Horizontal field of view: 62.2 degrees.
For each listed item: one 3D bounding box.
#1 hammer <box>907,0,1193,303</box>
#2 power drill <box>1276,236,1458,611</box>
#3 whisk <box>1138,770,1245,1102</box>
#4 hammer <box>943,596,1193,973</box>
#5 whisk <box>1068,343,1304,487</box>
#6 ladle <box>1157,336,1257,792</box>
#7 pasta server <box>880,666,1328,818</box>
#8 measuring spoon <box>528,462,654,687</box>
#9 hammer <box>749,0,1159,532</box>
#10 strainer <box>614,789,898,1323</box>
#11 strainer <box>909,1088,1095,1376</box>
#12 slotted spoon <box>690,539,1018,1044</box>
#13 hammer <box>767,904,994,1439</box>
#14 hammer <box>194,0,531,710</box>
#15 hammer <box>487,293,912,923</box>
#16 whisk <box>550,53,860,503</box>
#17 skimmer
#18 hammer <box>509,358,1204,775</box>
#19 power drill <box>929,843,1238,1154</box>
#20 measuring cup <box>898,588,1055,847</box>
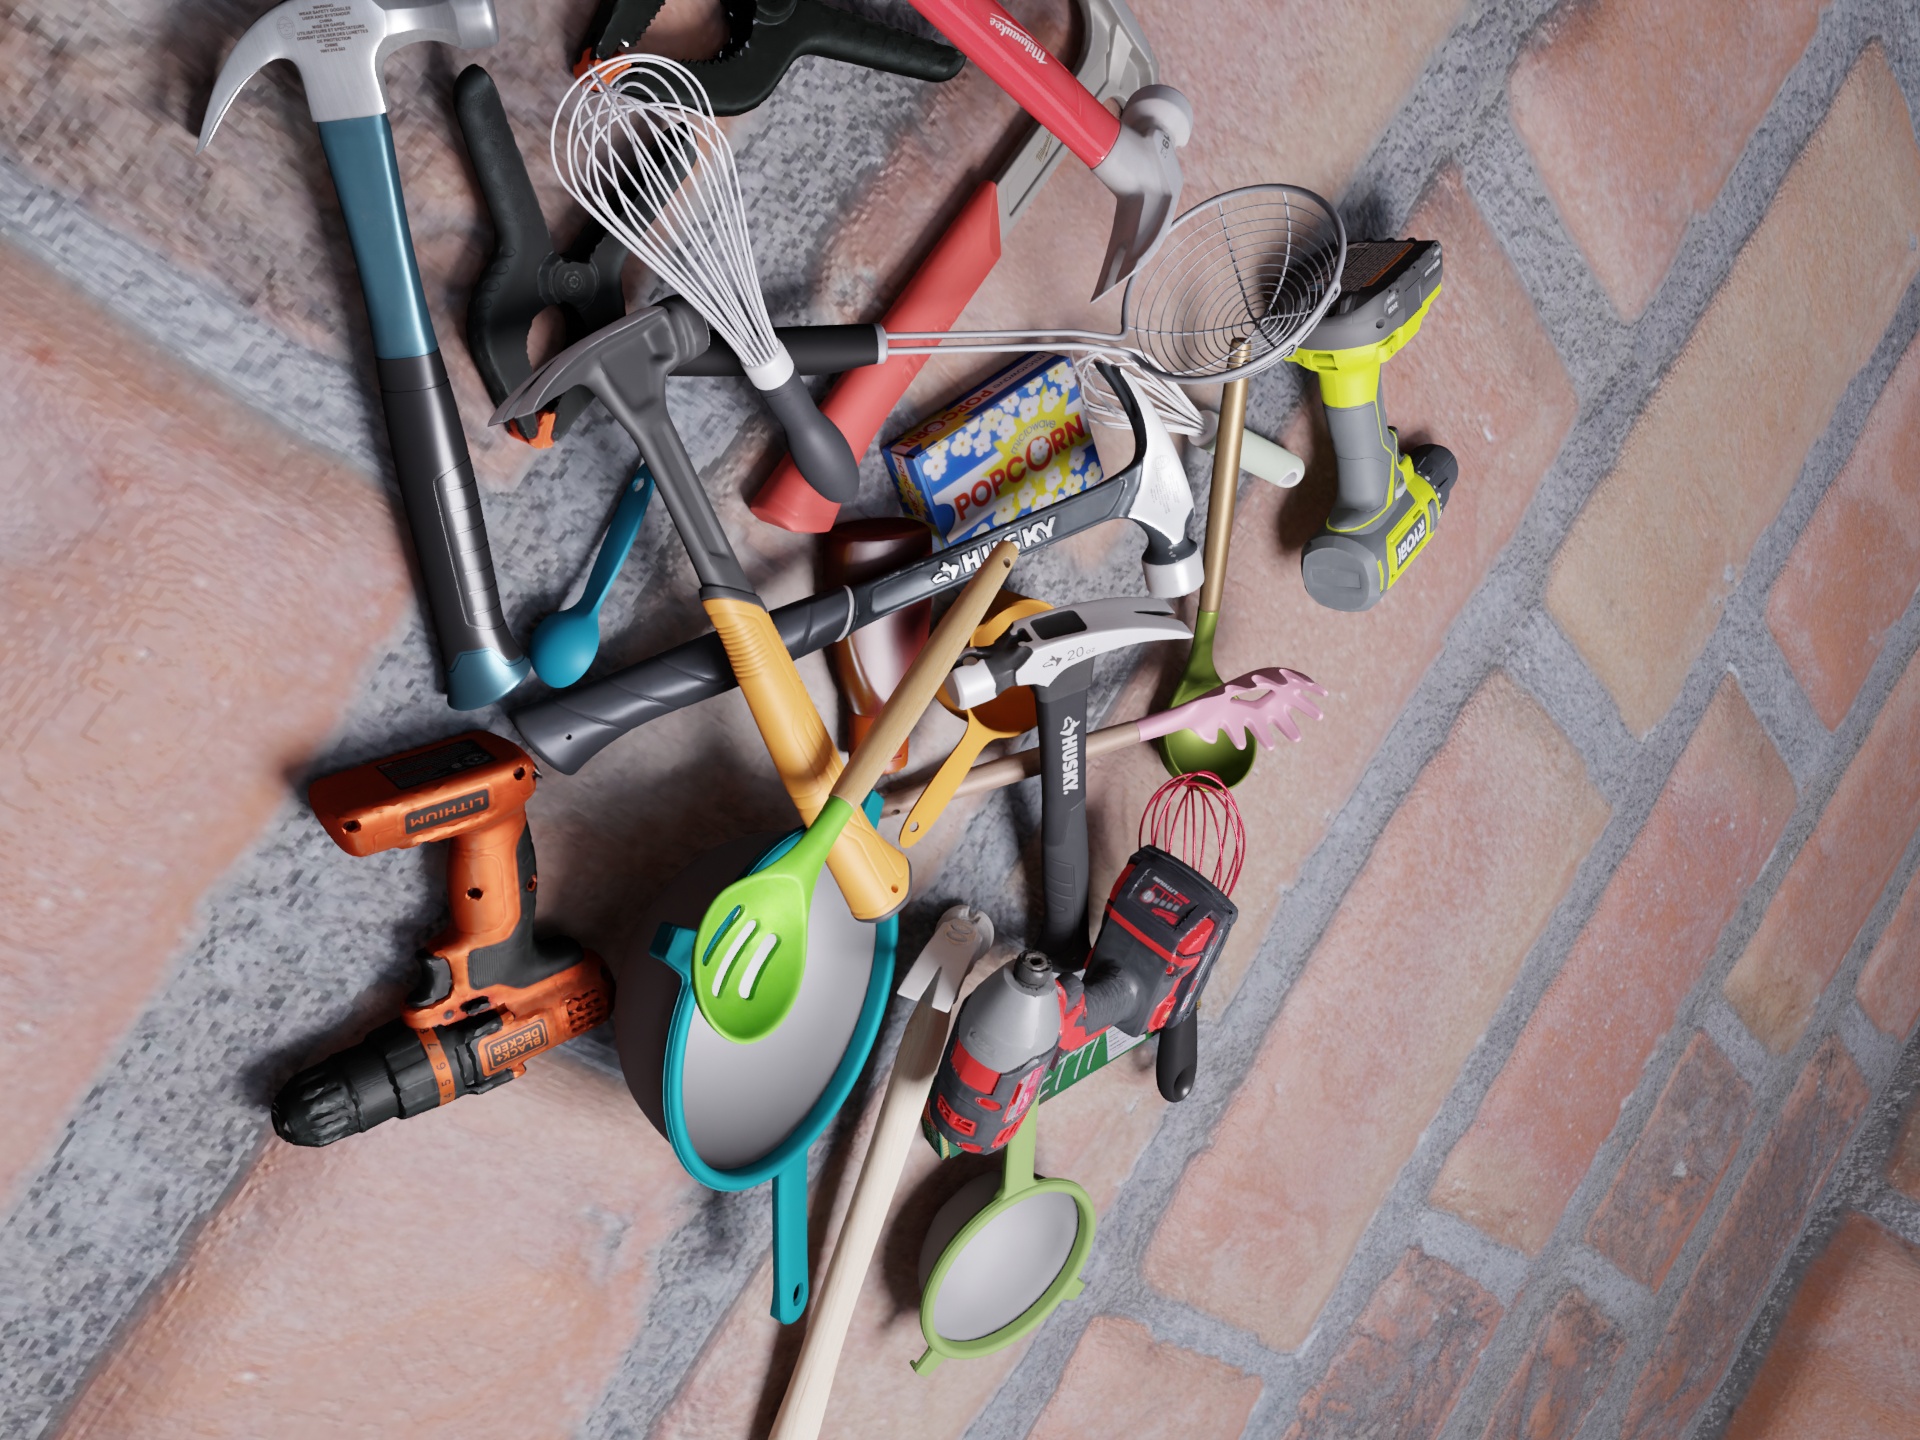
[{"bbox_3d":[-0.042,-0.358,0.739,0.386,0.038,0.143,35,53,-25],"label":"hammer"},{"bbox_3d":[0.296,-0.215,1.119,0.190,0.080,0.228,-44,132,-38],"label":"power drill"},{"bbox_3d":[0.161,0.162,1.139,0.073,0.073,0.295,-22,127,-31],"label":"whisk"},{"bbox_3d":[0.070,0.056,1.009,0.146,0.035,0.334,-21,139,-14],"label":"hammer"},{"bbox_3d":[0.153,-0.195,1.044,0.246,0.059,0.058,13,135,-45],"label":"whisk"},{"bbox_3d":[0.176,-0.094,1.061,0.078,0.062,0.320,-16,125,-27],"label":"ladle"},{"bbox_3d":[0.093,0.019,1.031,0.316,0.040,0.060,-16,137,-17],"label":"pasta server"},{"bbox_3d":[-0.189,-0.079,0.815,0.021,0.042,0.128,31,79,-49],"label":"measuring spoon"},{"bbox_3d":[-0.008,-0.259,0.891,0.149,0.037,0.359,42,79,-41],"label":"hammer"},{"bbox_3d":[-0.130,0.206,0.927,0.211,0.095,0.340,-35,134,-52],"label":"strainer"},{"bbox_3d":[0.022,0.326,1.110,0.151,0.069,0.256,-15,121,-32],"label":"strainer"},{"bbox_3d":[-0.047,0.024,0.811,0.070,0.031,0.314,49,59,-32],"label":"slotted spoon"},{"bbox_3d":[-0.064,0.326,1.031,0.146,0.038,0.410,-42,150,-76],"label":"hammer"},{"bbox_3d":[-0.246,-0.154,0.720,0.128,0.033,0.330,-10,120,-10],"label":"hammer"},{"bbox_3d":[-0.108,-0.035,0.796,0.127,0.034,0.336,-47,121,-44],"label":"hammer"},{"bbox_3d":[-0.105,-0.189,0.744,0.070,0.070,0.284,-50,148,-12],"label":"whisk"},{"bbox_3d":[0.019,-0.222,0.828,0.363,0.127,0.090,-6,144,-14],"label":"skimmer"},{"bbox_3d":[-0.049,-0.071,0.877,0.409,0.036,0.149,-24,118,-17],"label":"hammer"},{"bbox_3d":[0.076,0.168,0.996,0.219,0.079,0.143,-25,142,-45],"label":"power drill"},{"bbox_3d":[-0.002,-0.003,0.986,0.095,0.052,0.173,36,85,-41],"label":"measuring cup"}]
